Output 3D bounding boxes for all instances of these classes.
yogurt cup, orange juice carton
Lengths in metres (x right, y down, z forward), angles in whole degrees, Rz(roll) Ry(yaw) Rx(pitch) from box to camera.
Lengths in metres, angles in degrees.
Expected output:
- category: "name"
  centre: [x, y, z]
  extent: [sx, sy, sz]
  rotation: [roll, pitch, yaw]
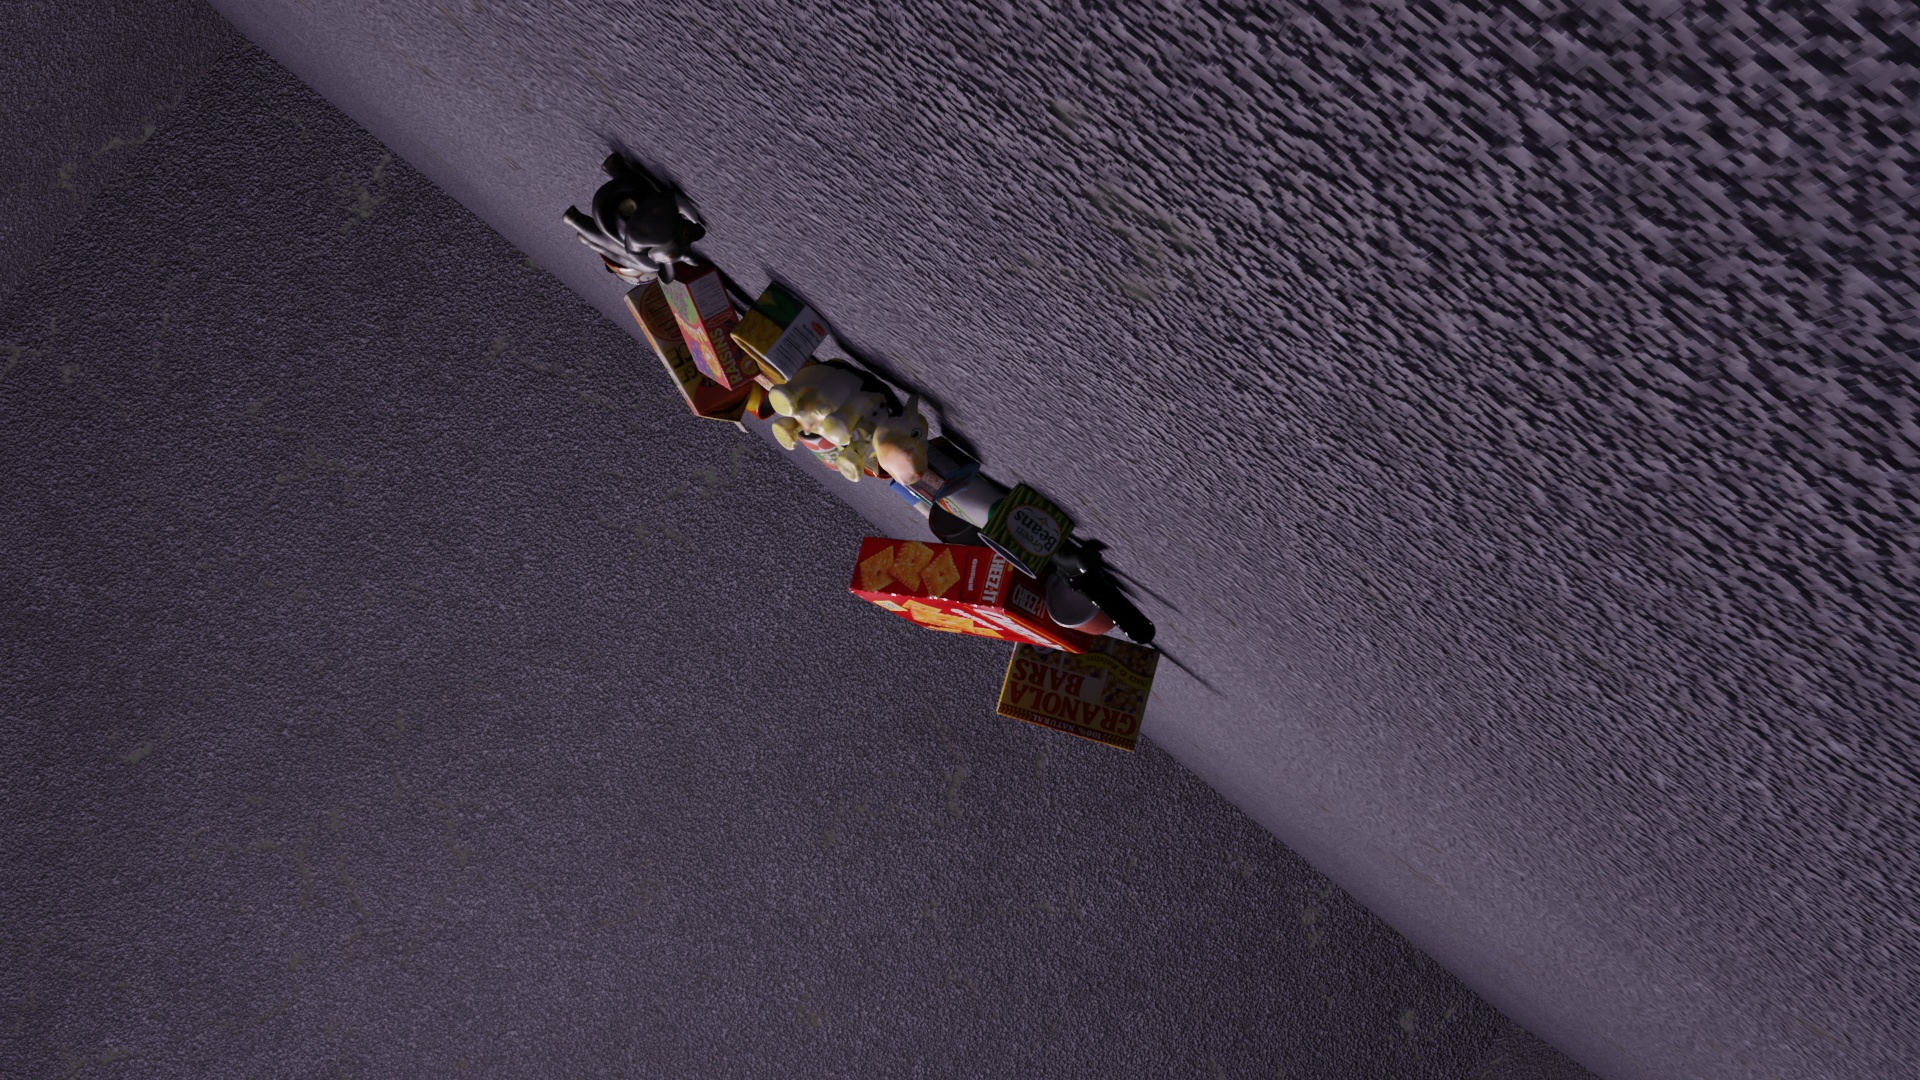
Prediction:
- category: "yogurt cup"
  centre: [0.127, 0.060, 1.381]
  extent: [0.072, 0.072, 0.054]
  rotation: [34, -178, 41]
- category: "orange juice carton"
  centre: [-0.285, -0.201, 1.513]
  extent: [0.192, 0.073, 0.072]
  rotation: [60, 170, -13]

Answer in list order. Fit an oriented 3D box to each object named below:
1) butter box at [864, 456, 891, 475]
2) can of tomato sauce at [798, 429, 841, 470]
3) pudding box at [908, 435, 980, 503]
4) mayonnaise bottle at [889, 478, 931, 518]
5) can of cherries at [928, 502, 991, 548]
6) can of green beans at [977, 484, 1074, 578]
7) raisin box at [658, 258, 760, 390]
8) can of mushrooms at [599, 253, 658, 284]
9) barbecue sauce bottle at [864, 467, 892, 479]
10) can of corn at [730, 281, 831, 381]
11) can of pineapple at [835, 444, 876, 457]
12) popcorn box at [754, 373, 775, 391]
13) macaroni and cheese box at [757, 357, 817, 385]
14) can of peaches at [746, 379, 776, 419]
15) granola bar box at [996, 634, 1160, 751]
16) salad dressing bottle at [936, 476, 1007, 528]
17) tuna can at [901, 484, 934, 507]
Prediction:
- category: "butter box"
  centre: [-0.090, -0.097, 1.577]
  extent: [0.053, 0.024, 0.103]
  rotation: [-2, -164, -28]
- category: "can of tomato sauce"
  centre: [-0.153, -0.127, 1.637]
  extent: [0.071, 0.071, 0.083]
  rotation: [35, 174, 30]
- category: "pudding box"
  centre: [-0.021, -0.065, 1.263]
  extent: [0.050, 0.030, 0.084]
  rotation: [37, -157, 12]
- category: "mayonnaise bottle"
  centre: [-0.019, -0.034, 1.693]
  extent: [0.148, 0.041, 0.065]
  rotation: [38, 177, -12]
- category: "can of cherries"
  centre: [0.005, -0.019, 1.505]
  extent: [0.071, 0.071, 0.058]
  rotation: [34, 173, 41]
- category: "can of green beans"
  centre: [0.059, -0.009, 1.236]
  extent: [0.071, 0.058, 0.071]
  rotation: [38, 175, 4]
- category: "raisin box"
  centre: [-0.254, -0.220, 1.395]
  extent: [0.086, 0.040, 0.122]
  rotation: [31, 147, 50]
- category: "can of mushrooms"
  centre: [-0.311, -0.279, 1.321]
  extent: [0.071, 0.071, 0.033]
  rotation: [37, 173, 16]
- category: "barbecue sauce bottle"
  centre: [-0.117, -0.105, 1.730]
  extent: [0.065, 0.044, 0.148]
  rotation: [41, 174, -24]
- category: "can of corn"
  centre: [-0.156, -0.179, 1.192]
  extent: [0.071, 0.058, 0.071]
  rotation: [38, 175, 4]
- category: "can of pineapple"
  centre: [-0.096, -0.114, 1.329]
  extent: [0.071, 0.071, 0.058]
  rotation: [38, 175, -1]
- category: "popcorn box"
  centre: [-0.221, -0.201, 1.611]
  extent: [0.085, 0.038, 0.127]
  rotation: [40, 175, -12]
- category: "macaroni and cheese box"
  centre: [-0.161, -0.165, 1.495]
  extent: [0.166, 0.040, 0.124]
  rotation: [39, 176, -11]
- category: "can of peaches"
  centre: [-0.261, -0.196, 1.781]
  extent: [0.058, 0.071, 0.071]
  rotation: [36, 175, 13]
- category: "granola bar box"
  centre: [0.137, 0.165, 1.631]
  extent: [0.166, 0.124, 0.039]
  rotation: [16, 174, 0]
- category: "salad dressing bottle"
  centre: [0.025, -0.033, 1.348]
  extent: [0.064, 0.044, 0.148]
  rotation: [39, 175, -30]
- category: "tuna can"
  centre: [-0.040, -0.065, 1.601]
  extent: [0.071, 0.033, 0.071]
  rotation: [38, 176, 4]
